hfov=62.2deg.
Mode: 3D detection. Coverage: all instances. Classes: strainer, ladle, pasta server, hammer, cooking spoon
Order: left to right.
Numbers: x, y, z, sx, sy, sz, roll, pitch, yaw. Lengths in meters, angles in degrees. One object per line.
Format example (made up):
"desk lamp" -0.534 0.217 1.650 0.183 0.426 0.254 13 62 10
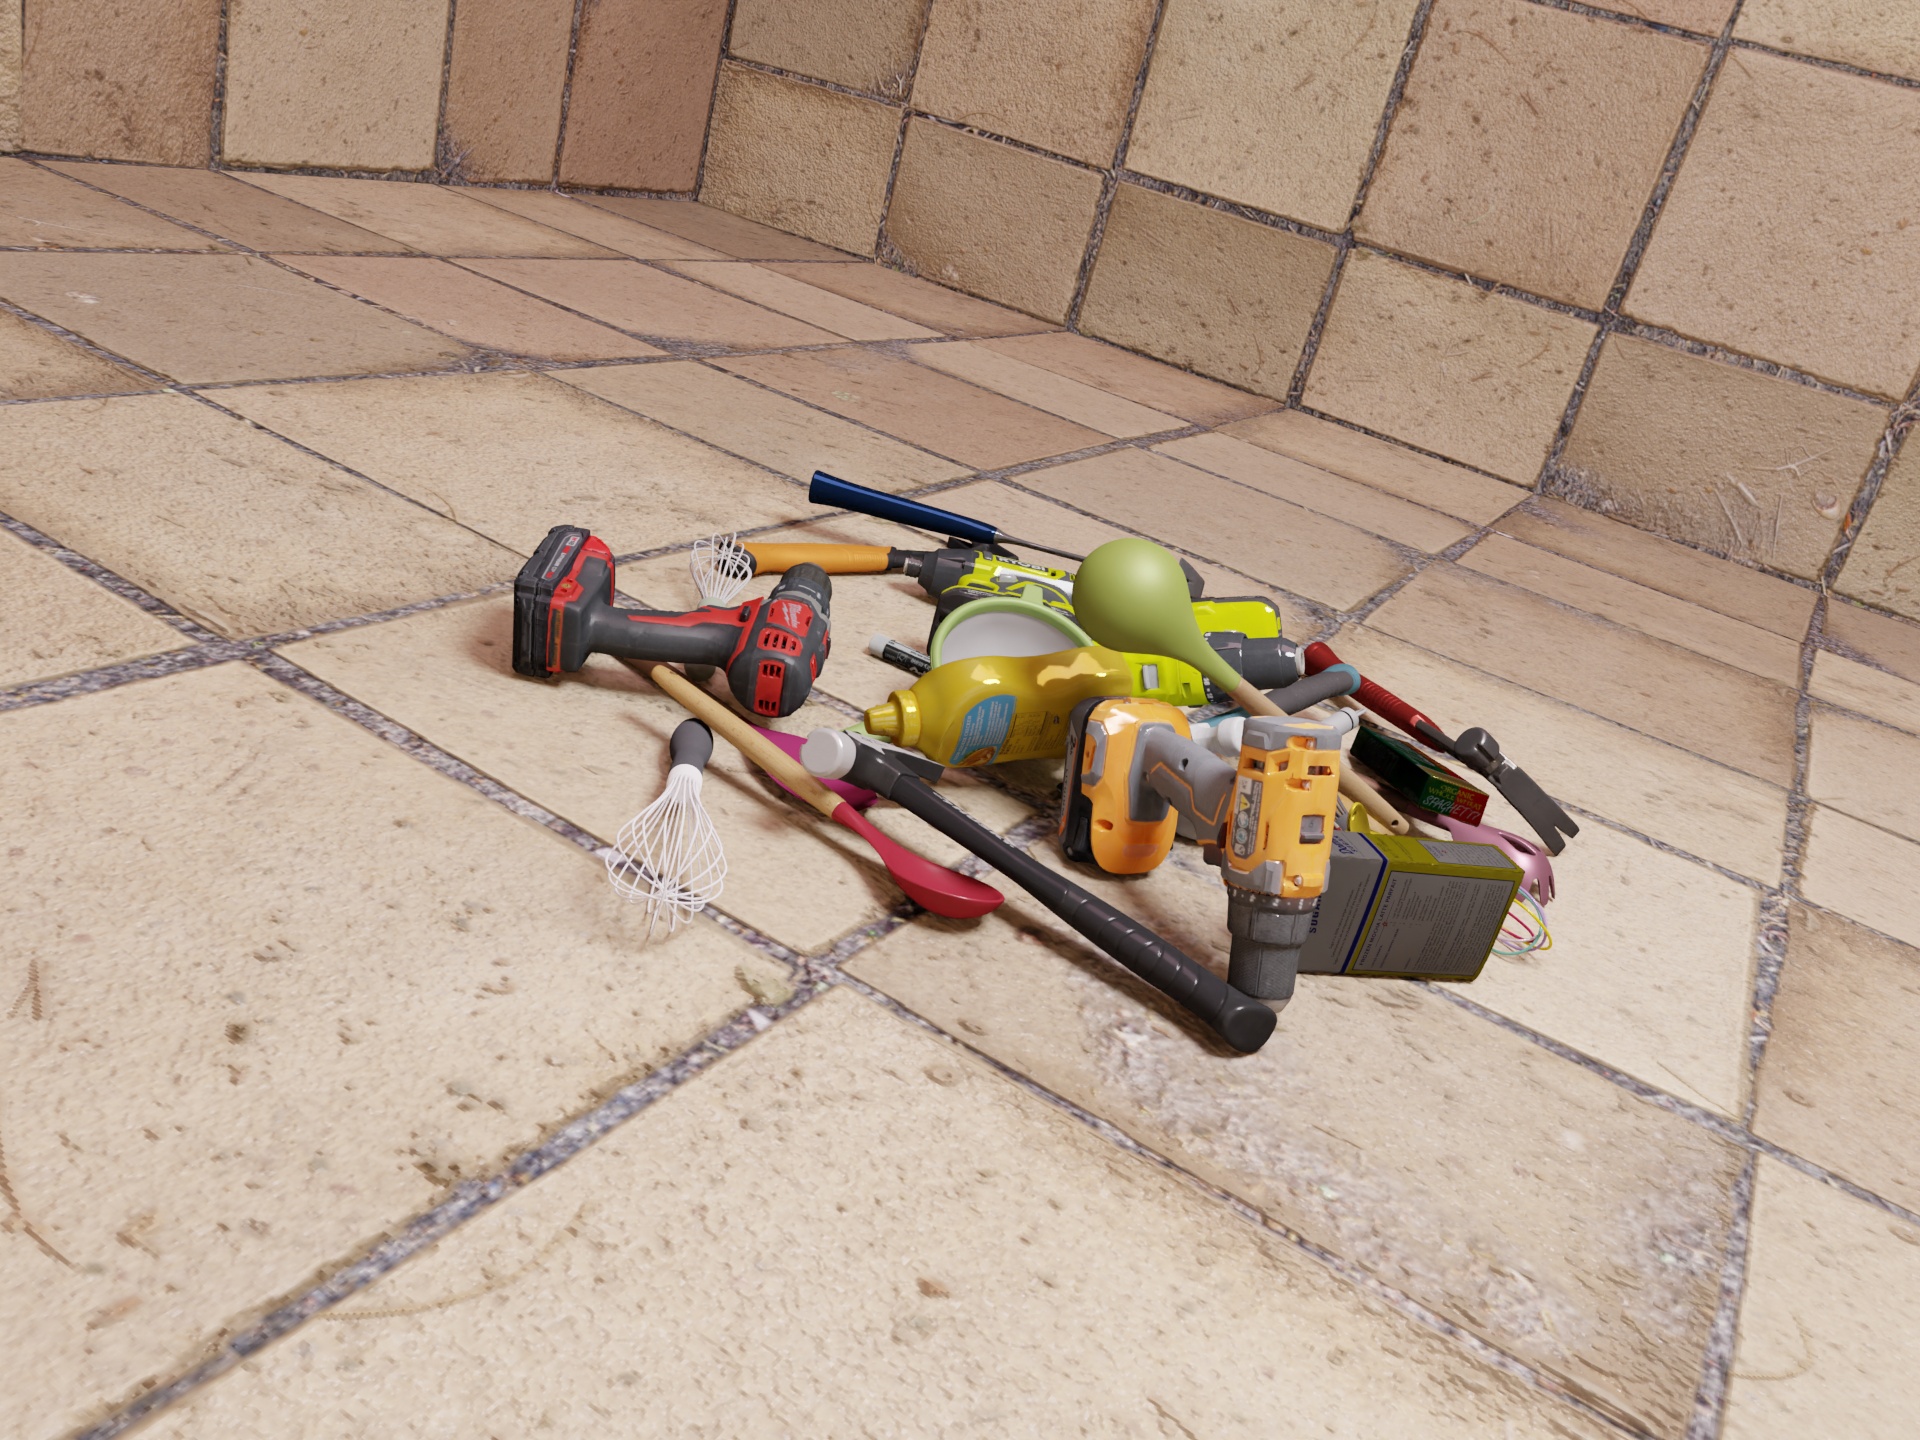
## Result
"cooking spoon" -0.181 -0.008 1.179 0.319 0.017 0.068 32 32 33
"ladle" -0.099 0.045 1.058 0.316 0.031 0.069 35 14 26
"hammer" -0.093 -0.165 1.576 0.336 0.034 0.127 -5 31 -39
"strainer" -0.002 -0.004 1.243 0.256 0.069 0.152 -22 66 -30
"hammer" 0.045 -0.182 1.582 0.405 0.035 0.144 16 1 5
"hammer" 0.054 0.104 1.014 0.335 0.035 0.146 33 6 24
"ladle" 0.204 -0.014 1.115 0.320 0.078 0.062 38 8 -22
"hammer" 0.258 -0.009 1.355 0.128 0.033 0.331 -8 5 39
"strainer" 0.236 0.040 1.234 0.258 0.087 0.050 -27 87 -33
"pasta server" 0.351 0.068 1.337 0.316 0.040 0.060 26 25 33
"hammer" 0.420 0.005 1.472 0.149 0.036 0.359 40 4 -26

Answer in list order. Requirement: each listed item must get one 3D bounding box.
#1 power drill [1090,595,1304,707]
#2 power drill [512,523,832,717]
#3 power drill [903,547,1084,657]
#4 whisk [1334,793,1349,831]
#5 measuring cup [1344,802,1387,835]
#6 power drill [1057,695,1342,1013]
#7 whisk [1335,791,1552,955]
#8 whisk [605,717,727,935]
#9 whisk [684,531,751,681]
"power drill" 0.211 -0.057 1.377 0.190 0.080 0.228 -4 9 21
"power drill" -0.208 -0.084 1.209 0.226 0.080 0.188 11 31 -1
"power drill" 0.031 -0.102 1.465 0.171 0.080 0.223 12 19 -6
"whisk" 0.299 0.083 1.246 0.055 0.055 0.239 1 31 -31
"measuring cup" 0.273 0.085 1.124 0.029 0.062 0.156 25 -14 26
"power drill" 0.155 0.079 1.047 0.084 0.185 0.226 2 7 -30
"whisk" 0.358 0.112 1.229 0.047 0.051 0.245 24 8 -39
"whisk" -0.176 0.051 1.000 0.070 0.070 0.285 11 18 -9
"whisk" -0.208 -0.096 1.334 0.057 0.059 0.247 27 24 -17
